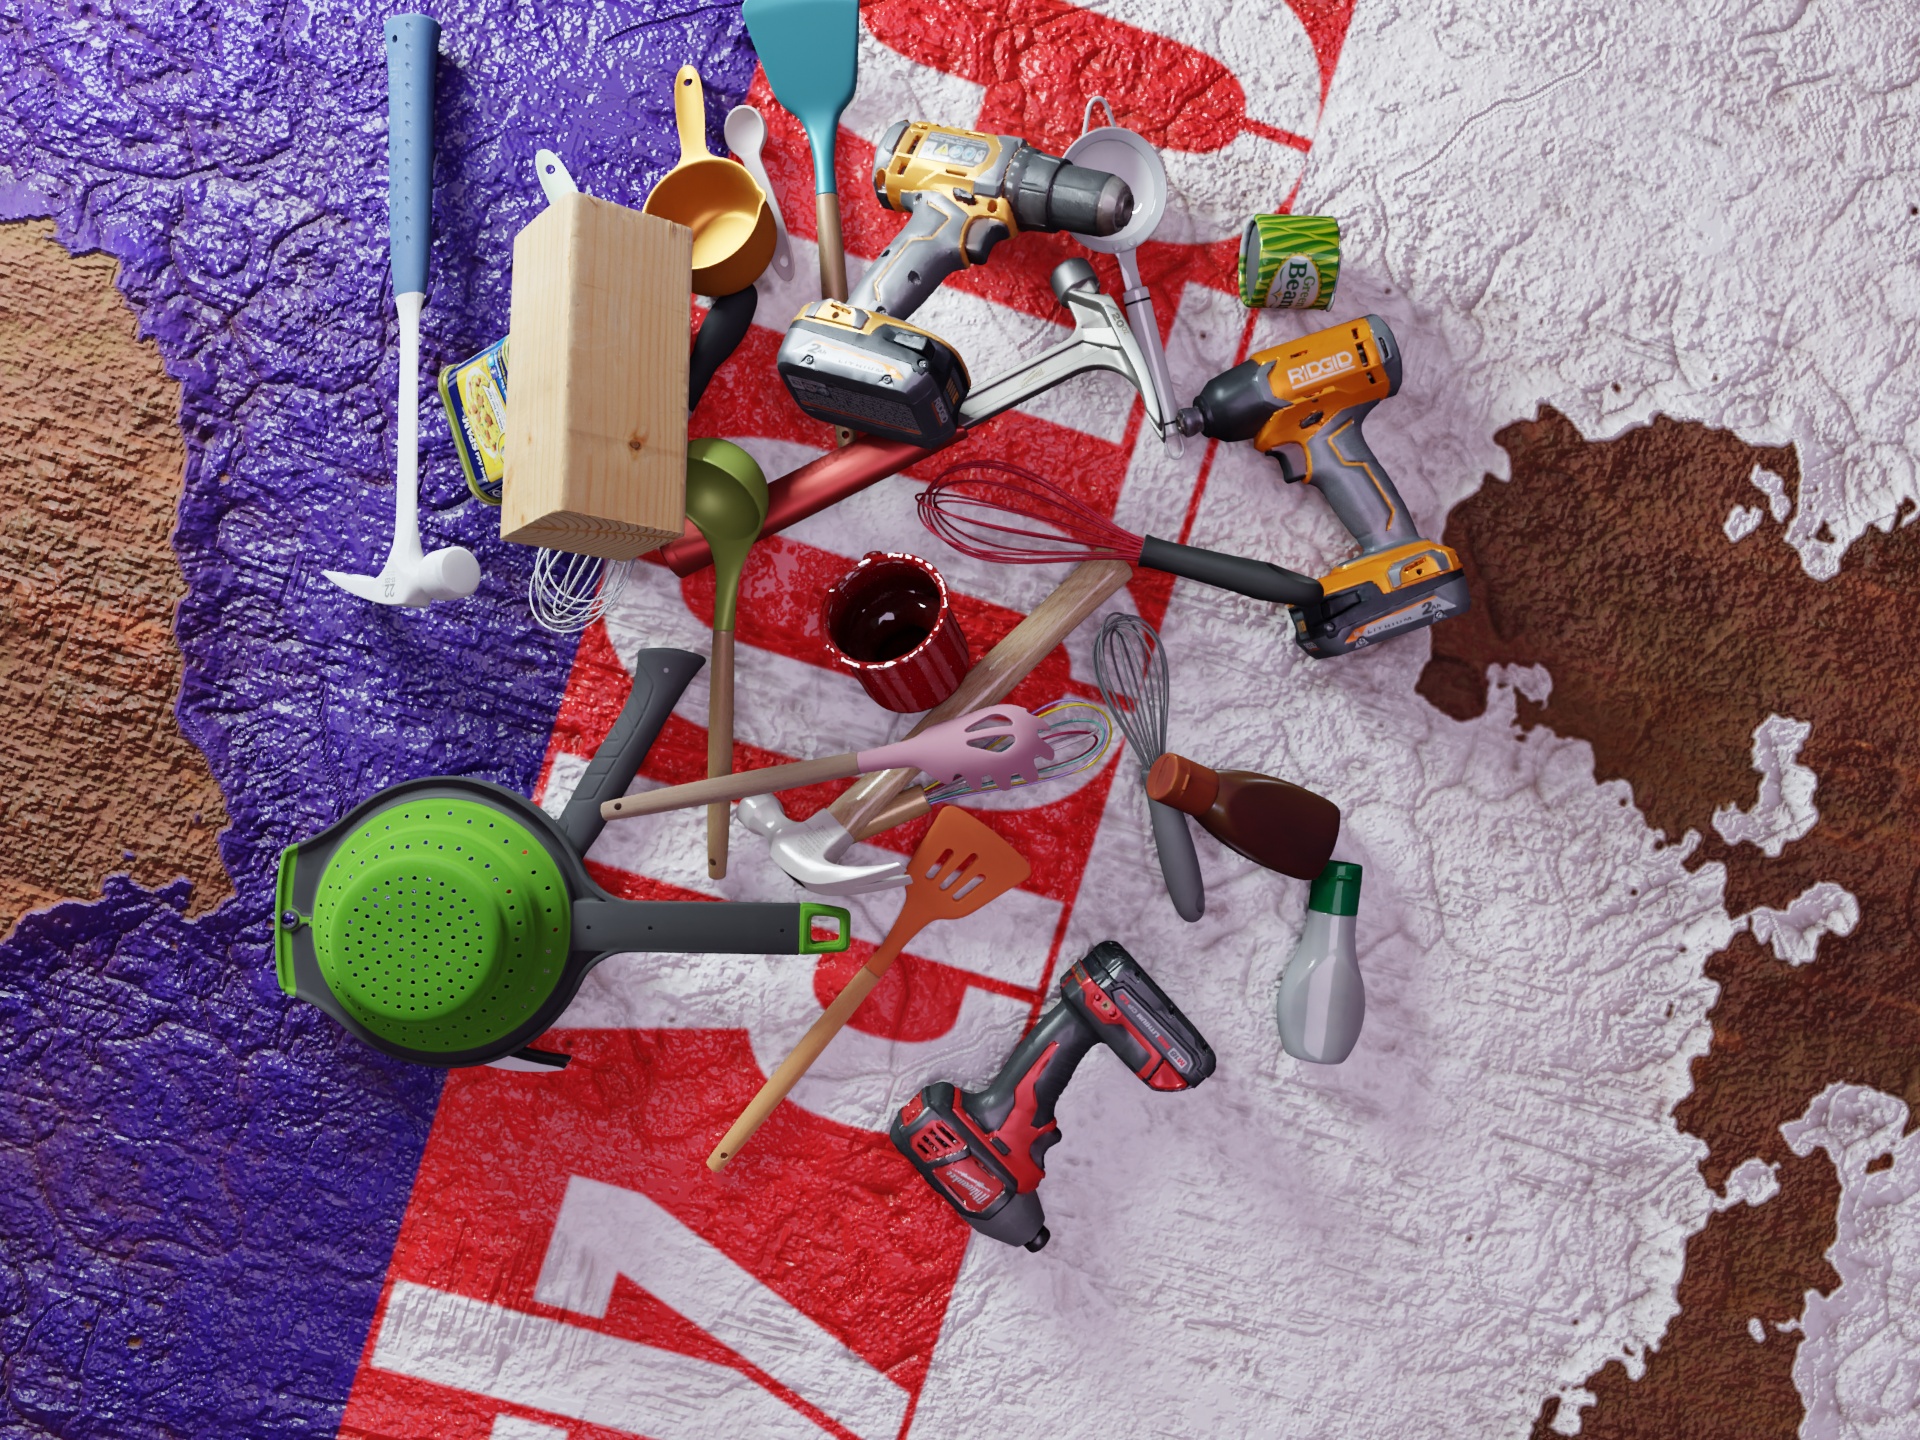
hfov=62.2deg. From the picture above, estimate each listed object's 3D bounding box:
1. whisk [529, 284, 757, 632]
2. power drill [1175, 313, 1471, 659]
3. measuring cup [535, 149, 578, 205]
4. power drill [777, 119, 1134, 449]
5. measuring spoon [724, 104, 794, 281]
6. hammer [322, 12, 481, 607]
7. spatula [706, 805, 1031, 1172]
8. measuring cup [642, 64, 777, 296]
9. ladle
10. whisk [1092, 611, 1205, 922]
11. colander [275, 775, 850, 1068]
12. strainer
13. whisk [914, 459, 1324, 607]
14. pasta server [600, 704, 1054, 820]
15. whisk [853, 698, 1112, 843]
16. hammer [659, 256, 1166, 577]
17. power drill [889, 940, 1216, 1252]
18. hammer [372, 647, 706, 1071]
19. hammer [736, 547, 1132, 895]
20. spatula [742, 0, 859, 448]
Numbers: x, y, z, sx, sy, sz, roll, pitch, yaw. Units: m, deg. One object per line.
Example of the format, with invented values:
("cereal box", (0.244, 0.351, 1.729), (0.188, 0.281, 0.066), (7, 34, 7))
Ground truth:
("whisk", (-0.220, -0.188, 1.120), (0.070, 0.070, 0.284), (29, 85, -6))
("power drill", (0.260, -0.163, 1.150), (0.164, 0.084, 0.226), (-19, 90, -3))
("measuring cup", (-0.254, -0.320, 1.118), (0.083, 0.038, 0.167), (-26, 93, -3))
("power drill", (-0.002, -0.298, 1.070), (0.185, 0.084, 0.226), (18, 72, 21))
("measuring spoon", (-0.137, -0.376, 1.137), (0.034, 0.018, 0.124), (-10, 101, 31))
("hammer", (-0.380, -0.277, 1.087), (0.144, 0.035, 0.405), (-5, 84, 39))
("spatula", (-0.079, 0.203, 1.155), (0.081, 0.041, 0.322), (39, 90, -10))
("measuring cup", (-0.177, -0.378, 1.120), (0.095, 0.052, 0.174), (-12, 69, 10))
("ladle", (-0.171, -0.035, 1.098), (0.078, 0.062, 0.320), (13, 109, 25))
("whisk", (0.144, 0.035, 1.167), (0.055, 0.055, 0.239), (-16, 99, -4))
("colander", (-0.273, 0.144, 1.073), (0.397, 0.094, 0.204), (1, 92, -4))
("strainer", (0.123, -0.314, 1.149), (0.087, 0.050, 0.258), (-18, 100, -12))
("whisk", (0.109, -0.125, 1.117), (0.296, 0.073, 0.073), (15, 91, 8))
("pasta server", (-0.094, 0.037, 1.096), (0.316, 0.040, 0.060), (-11, 67, 7))
("whisk", (-0.003, 0.051, 1.153), (0.245, 0.051, 0.047), (-23, 139, 2))
("hammer", (-0.042, -0.182, 1.103), (0.359, 0.036, 0.149), (-25, 68, 7))
("power drill", (0.072, 0.278, 1.156), (0.219, 0.078, 0.143), (-42, 95, 1))
("hammer", (-0.276, 0.094, 1.137), (0.146, 0.035, 0.335), (30, 90, -5))
("hammer", (-0.002, -0.004, 1.137), (0.331, 0.031, 0.130), (-43, 59, -8))
("spatula", (-0.096, -0.348, 1.127), (0.082, 0.044, 0.317), (-5, 94, 4))
